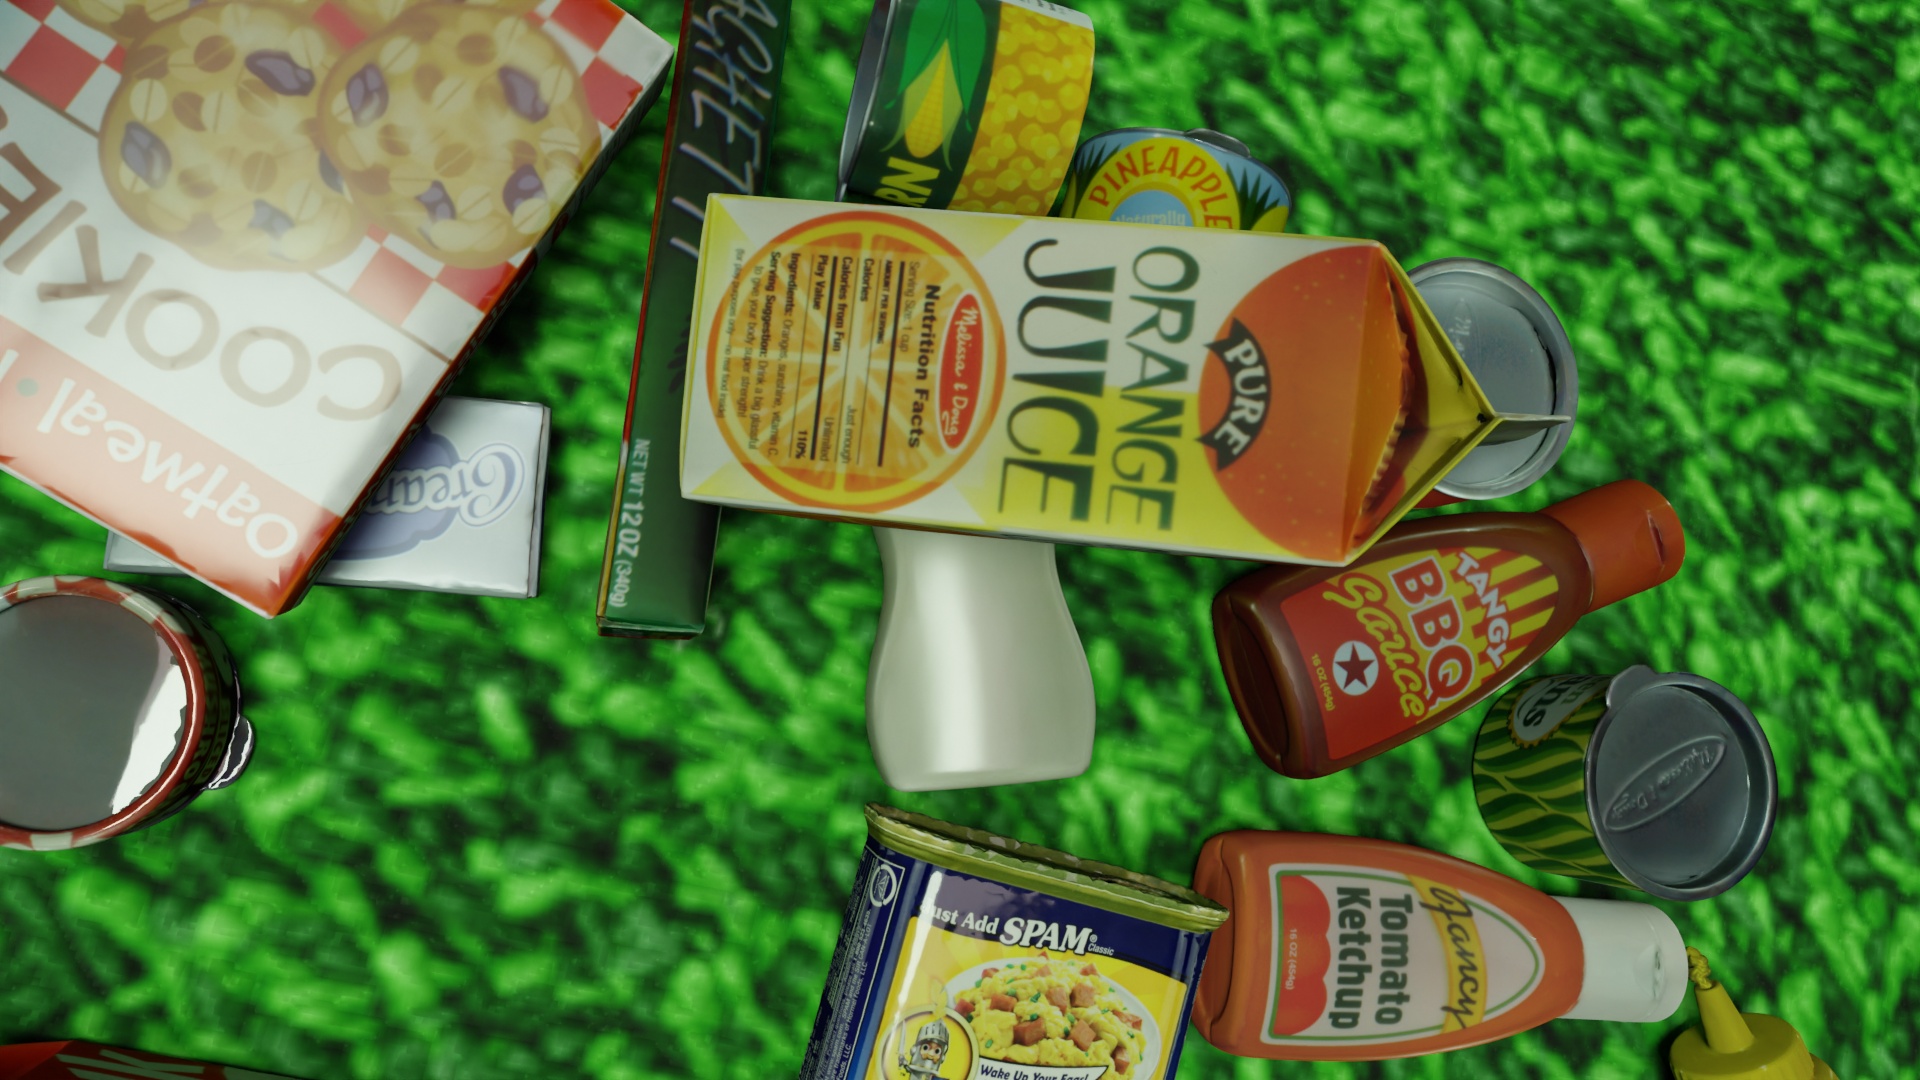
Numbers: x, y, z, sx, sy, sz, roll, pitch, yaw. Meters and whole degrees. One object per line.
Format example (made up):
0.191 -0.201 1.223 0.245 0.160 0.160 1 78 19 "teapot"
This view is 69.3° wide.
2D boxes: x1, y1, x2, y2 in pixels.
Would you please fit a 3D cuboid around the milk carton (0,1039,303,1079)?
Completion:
-0.172 0.169 0.319 0.191 0.073 0.072 15 81 -12 "milk carton"

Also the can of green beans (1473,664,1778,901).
0.204 0.074 0.431 0.071 0.057 0.071 1 84 -14 "can of green beans"

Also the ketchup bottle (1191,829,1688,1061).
0.144 0.123 0.419 0.149 0.043 0.065 7 83 -14 "ketchup bottle"

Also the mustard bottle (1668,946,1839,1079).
0.260 0.204 0.436 0.065 0.048 0.160 -24 90 -17 "mustard bottle"

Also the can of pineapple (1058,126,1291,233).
0.058 -0.080 0.406 0.071 0.071 0.058 18 80 -11 "can of pineapple"

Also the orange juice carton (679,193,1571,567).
0.038 -0.034 0.335 0.193 0.072 0.073 6 89 9 "orange juice carton"

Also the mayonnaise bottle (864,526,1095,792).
0.001 -0.005 0.399 0.065 0.041 0.148 -3 83 -9 "mayonnaise bottle"

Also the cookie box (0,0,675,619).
-0.167 -0.083 0.329 0.123 0.040 0.167 34 81 -15 "cookie box"

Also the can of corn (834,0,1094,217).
0.000 -0.124 0.399 0.058 0.071 0.071 12 81 -13 "can of corn"

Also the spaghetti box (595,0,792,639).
-0.070 -0.097 0.386 0.029 0.050 0.250 8 82 -14 "spaghetti box"

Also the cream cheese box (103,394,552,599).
-0.163 -0.014 0.367 0.104 0.024 0.053 5 84 -13 "cream cheese box"

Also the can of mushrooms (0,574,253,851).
-0.215 0.043 0.343 0.071 0.033 0.071 2 83 -14 "can of mushrooms"

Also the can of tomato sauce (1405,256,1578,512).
0.126 -0.040 0.411 0.071 0.083 0.071 1 84 -14 "can of tomato sauce"

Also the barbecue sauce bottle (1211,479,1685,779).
0.154 0.020 0.433 0.149 0.043 0.065 -19 94 -16 "barbecue sauce bottle"
